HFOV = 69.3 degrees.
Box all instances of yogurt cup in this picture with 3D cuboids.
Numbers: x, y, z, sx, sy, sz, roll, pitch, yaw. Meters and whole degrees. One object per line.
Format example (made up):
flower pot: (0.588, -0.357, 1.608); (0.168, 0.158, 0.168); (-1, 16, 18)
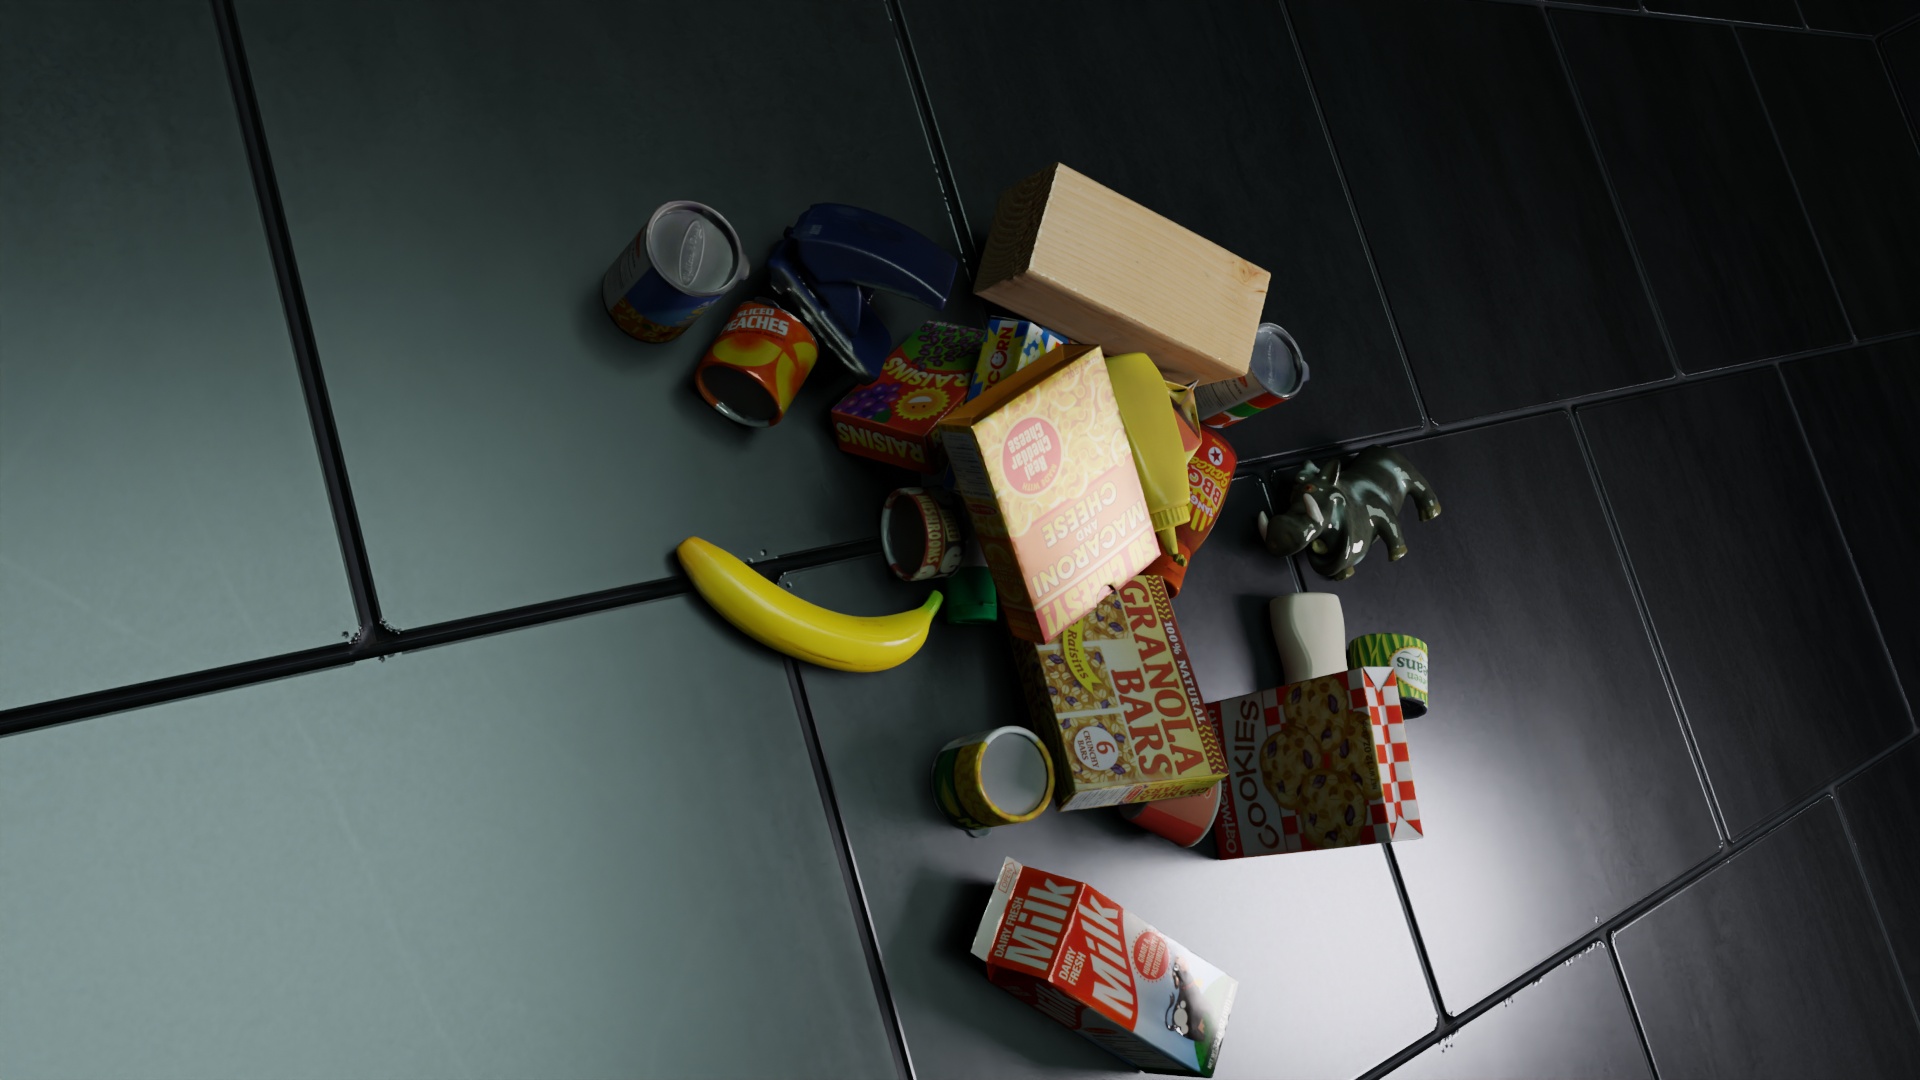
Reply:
yogurt cup: (0.153, 0.188, 1.030); (0.054, 0.072, 0.072); (21, 64, -18)

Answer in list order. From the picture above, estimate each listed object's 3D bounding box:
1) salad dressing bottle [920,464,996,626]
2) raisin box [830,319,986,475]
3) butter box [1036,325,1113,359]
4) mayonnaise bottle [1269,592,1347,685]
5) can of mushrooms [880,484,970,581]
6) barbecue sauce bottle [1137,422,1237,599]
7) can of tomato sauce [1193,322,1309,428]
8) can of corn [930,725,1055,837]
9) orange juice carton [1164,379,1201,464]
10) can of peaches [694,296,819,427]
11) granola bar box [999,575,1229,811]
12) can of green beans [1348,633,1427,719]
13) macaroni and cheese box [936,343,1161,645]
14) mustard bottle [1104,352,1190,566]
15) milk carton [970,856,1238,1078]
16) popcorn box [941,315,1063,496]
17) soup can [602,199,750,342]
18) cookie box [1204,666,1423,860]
salad dressing bottle: (0.004, -0.013, 1.009); (0.064, 0.044, 0.148); (8, 71, -38)
raisin box: (-0.021, -0.104, 0.995); (0.124, 0.086, 0.040); (-48, 142, -35)
butter box: (0.096, -0.145, 1.124); (0.104, 0.024, 0.053); (-4, 76, -34)
mayonnaise bottle: (0.298, 0.119, 1.163); (0.065, 0.041, 0.148); (3, 74, -31)
can of mushrooms: (-0.025, -0.006, 0.970); (0.033, 0.071, 0.071); (-5, 78, -33)
barbecue sauce bottle: (0.179, -0.023, 1.128); (0.065, 0.043, 0.149); (37, 58, -23)
can of tomato sauce: (0.241, -0.139, 1.183); (0.071, 0.083, 0.071); (11, 69, -31)
can of corn: (0.023, 0.166, 0.953); (0.071, 0.058, 0.071); (11, 69, -30)
orange juice carton: (0.120, -0.059, 1.083); (0.073, 0.071, 0.194); (48, 55, -13)
can of peaches: (-0.137, -0.119, 0.933); (0.071, 0.071, 0.058); (37, 59, -19)
granola bar box: (0.109, 0.105, 1.003); (0.124, 0.038, 0.166); (-2, 59, -24)
can of green beans: (0.367, 0.117, 1.193); (0.071, 0.071, 0.058); (21, 64, -27)
macaroni and cheese box: (0.064, -0.032, 0.939); (0.124, 0.040, 0.165); (-35, 117, -30)
mustard bottle: (0.133, -0.056, 1.015); (0.065, 0.048, 0.160); (-13, 84, -35)
milk carton: (0.091, 0.292, 0.948); (0.190, 0.073, 0.073); (35, 59, -19)
popcorn box: (0.041, -0.083, 0.974); (0.085, 0.038, 0.126); (21, 83, -51)
soup can: (-0.187, -0.173, 0.909); (0.071, 0.083, 0.071); (11, 70, -31)
cookie box: (0.255, 0.170, 1.040); (0.040, 0.167, 0.123); (5, 72, -36)
